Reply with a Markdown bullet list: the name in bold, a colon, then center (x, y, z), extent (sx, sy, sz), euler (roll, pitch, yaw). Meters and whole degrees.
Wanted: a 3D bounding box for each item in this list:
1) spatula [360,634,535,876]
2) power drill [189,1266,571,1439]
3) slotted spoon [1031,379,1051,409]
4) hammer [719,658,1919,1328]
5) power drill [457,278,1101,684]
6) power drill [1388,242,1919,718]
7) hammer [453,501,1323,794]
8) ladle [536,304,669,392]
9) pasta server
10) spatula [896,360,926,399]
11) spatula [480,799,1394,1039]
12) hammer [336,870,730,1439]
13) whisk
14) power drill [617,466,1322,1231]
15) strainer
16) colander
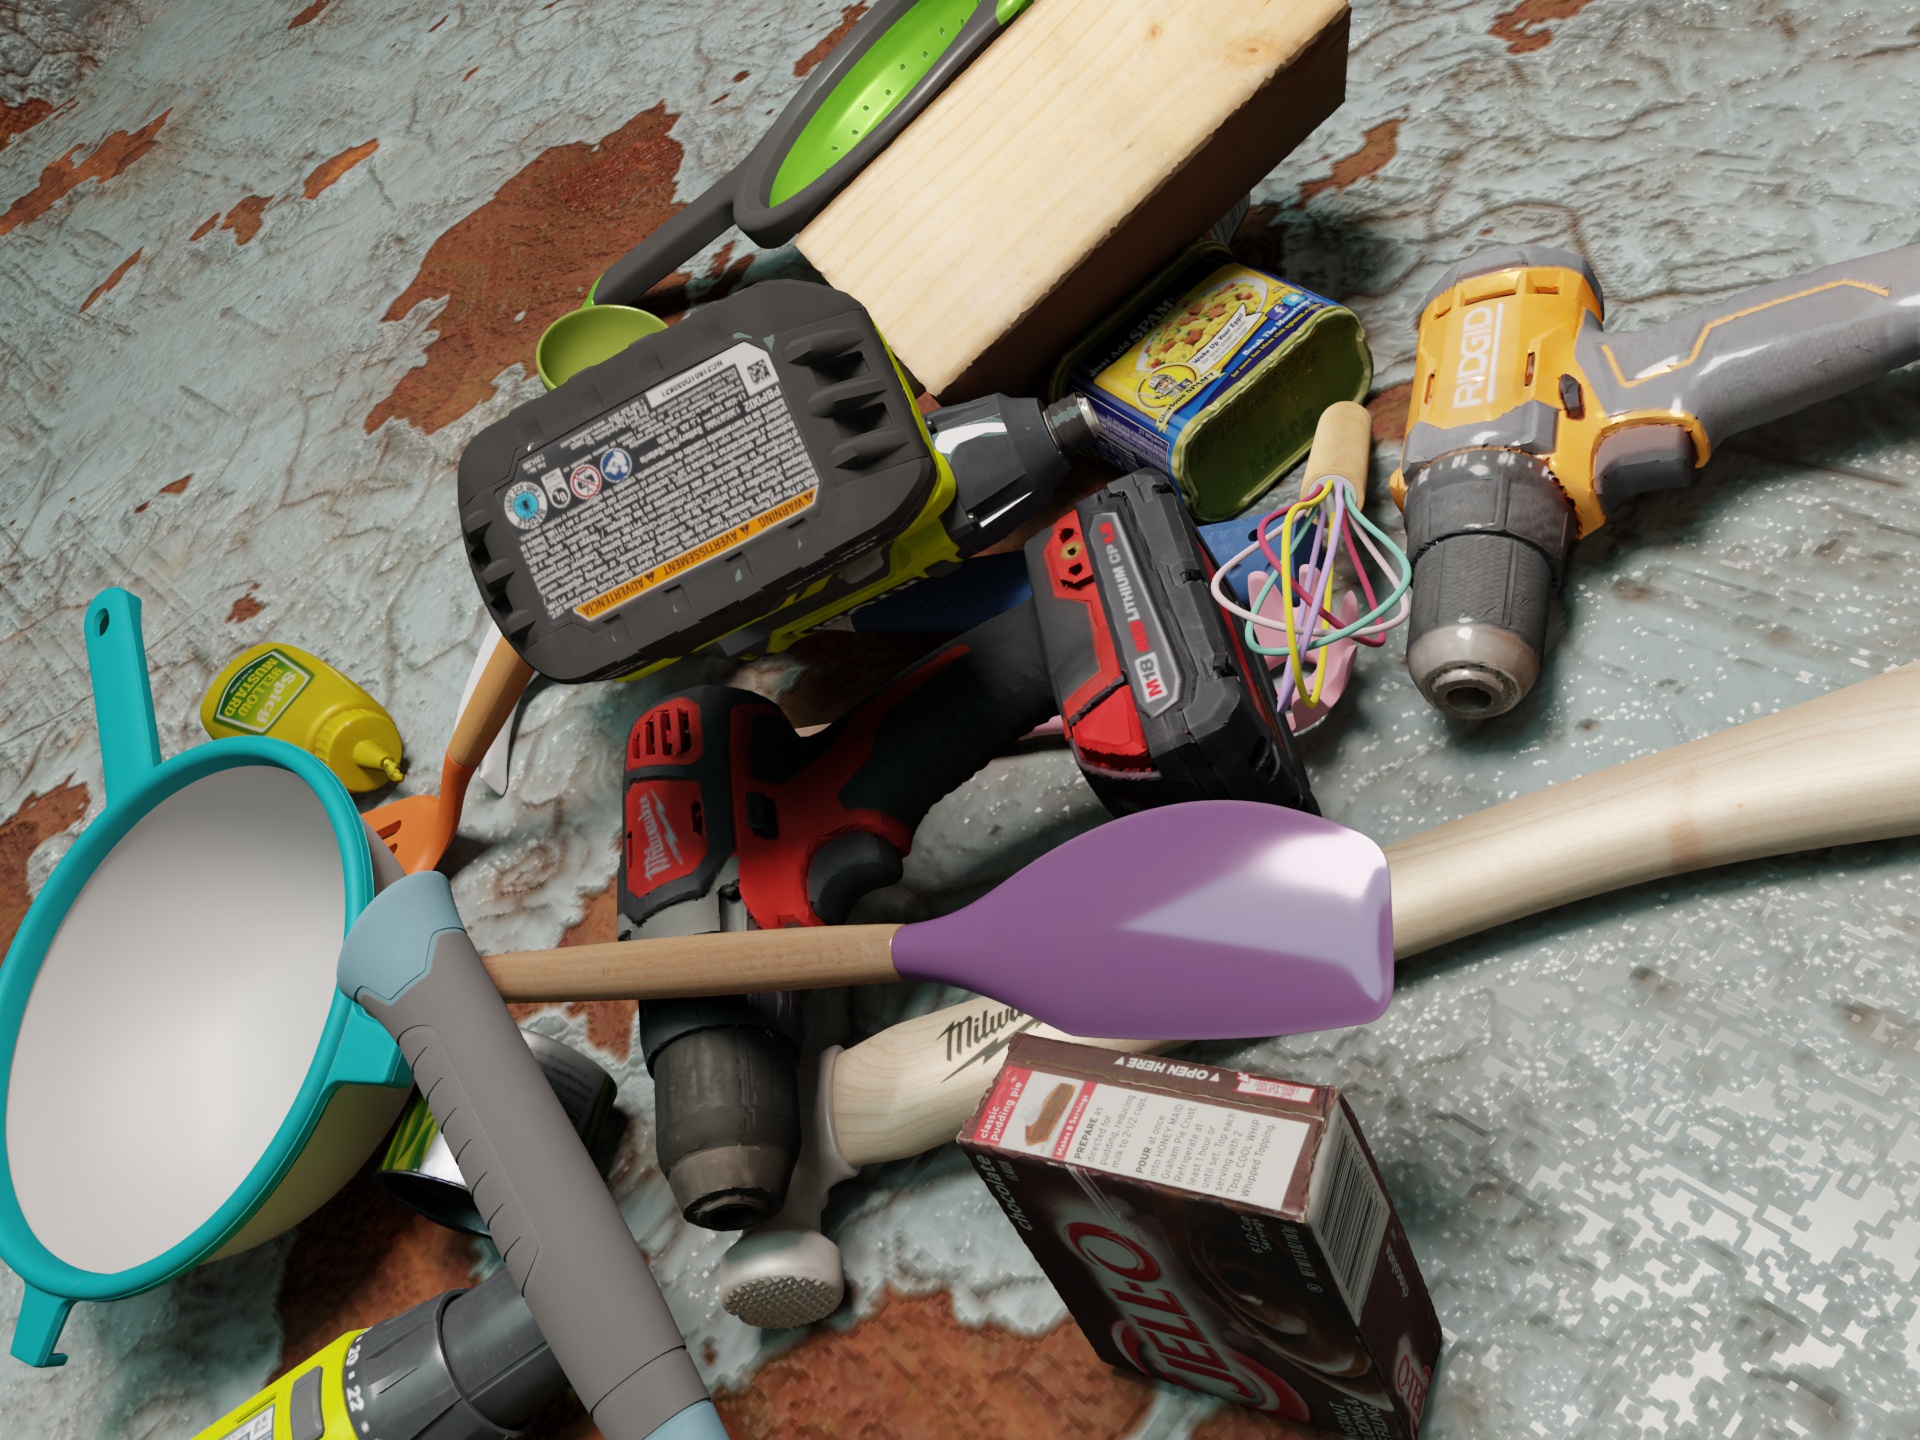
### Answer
- **spatula**: center (-0.203, -0.003, 0.646), extent (0.322, 0.041, 0.081), euler (-49, 35, 40)
- **power drill**: center (-0.163, 0.275, 0.442), extent (0.190, 0.080, 0.229), euler (-34, 41, 2)
- **slotted spoon**: center (0.070, -0.241, 0.773), extent (0.070, 0.031, 0.314), euler (-3, 54, 38)
- **hammer**: center (0.106, 0.058, 0.487), extent (0.410, 0.038, 0.146), euler (-22, 44, 14)
- **power drill**: center (-0.047, -0.074, 0.531), extent (0.171, 0.223, 0.080), euler (-24, 88, 15)
- **power drill**: center (0.246, -0.088, 0.495), extent (0.226, 0.084, 0.185), euler (-6, 51, 34)
- **hammer**: center (-0.051, -0.042, 0.671), extent (0.405, 0.035, 0.144), euler (-4, 52, 30)
- **ladle**: center (-0.093, -0.208, 0.794), extent (0.320, 0.062, 0.078), euler (-8, 46, 37)
- **pasta server**: center (-0.001, -0.002, 0.604), extent (0.316, 0.040, 0.060), euler (-8, 54, 28)
- **spatula**: center (-0.058, -0.132, 0.700), extent (0.317, 0.044, 0.082), euler (-42, 40, -14)
- **spatula**: center (-0.037, 0.064, 0.443), extent (0.316, 0.018, 0.060), euler (-9, 67, 29)
- **hammer**: center (-0.086, 0.177, 0.421), extent (0.128, 0.033, 0.331), euler (-39, 65, 2)
- **whisk**: center (0.119, -0.069, 0.513), extent (0.051, 0.047, 0.245), euler (-36, 10, 27)
- **power drill**: center (-0.010, 0.040, 0.496), extent (0.226, 0.080, 0.188), euler (-25, 49, 17)
- **strainer**: center (-0.305, 0.075, 0.661), extent (0.211, 0.095, 0.341), euler (-39, 53, 10)
- **colander**: center (-0.071, -0.277, 0.862), extent (0.397, 0.094, 0.205), euler (-20, 42, 42)
